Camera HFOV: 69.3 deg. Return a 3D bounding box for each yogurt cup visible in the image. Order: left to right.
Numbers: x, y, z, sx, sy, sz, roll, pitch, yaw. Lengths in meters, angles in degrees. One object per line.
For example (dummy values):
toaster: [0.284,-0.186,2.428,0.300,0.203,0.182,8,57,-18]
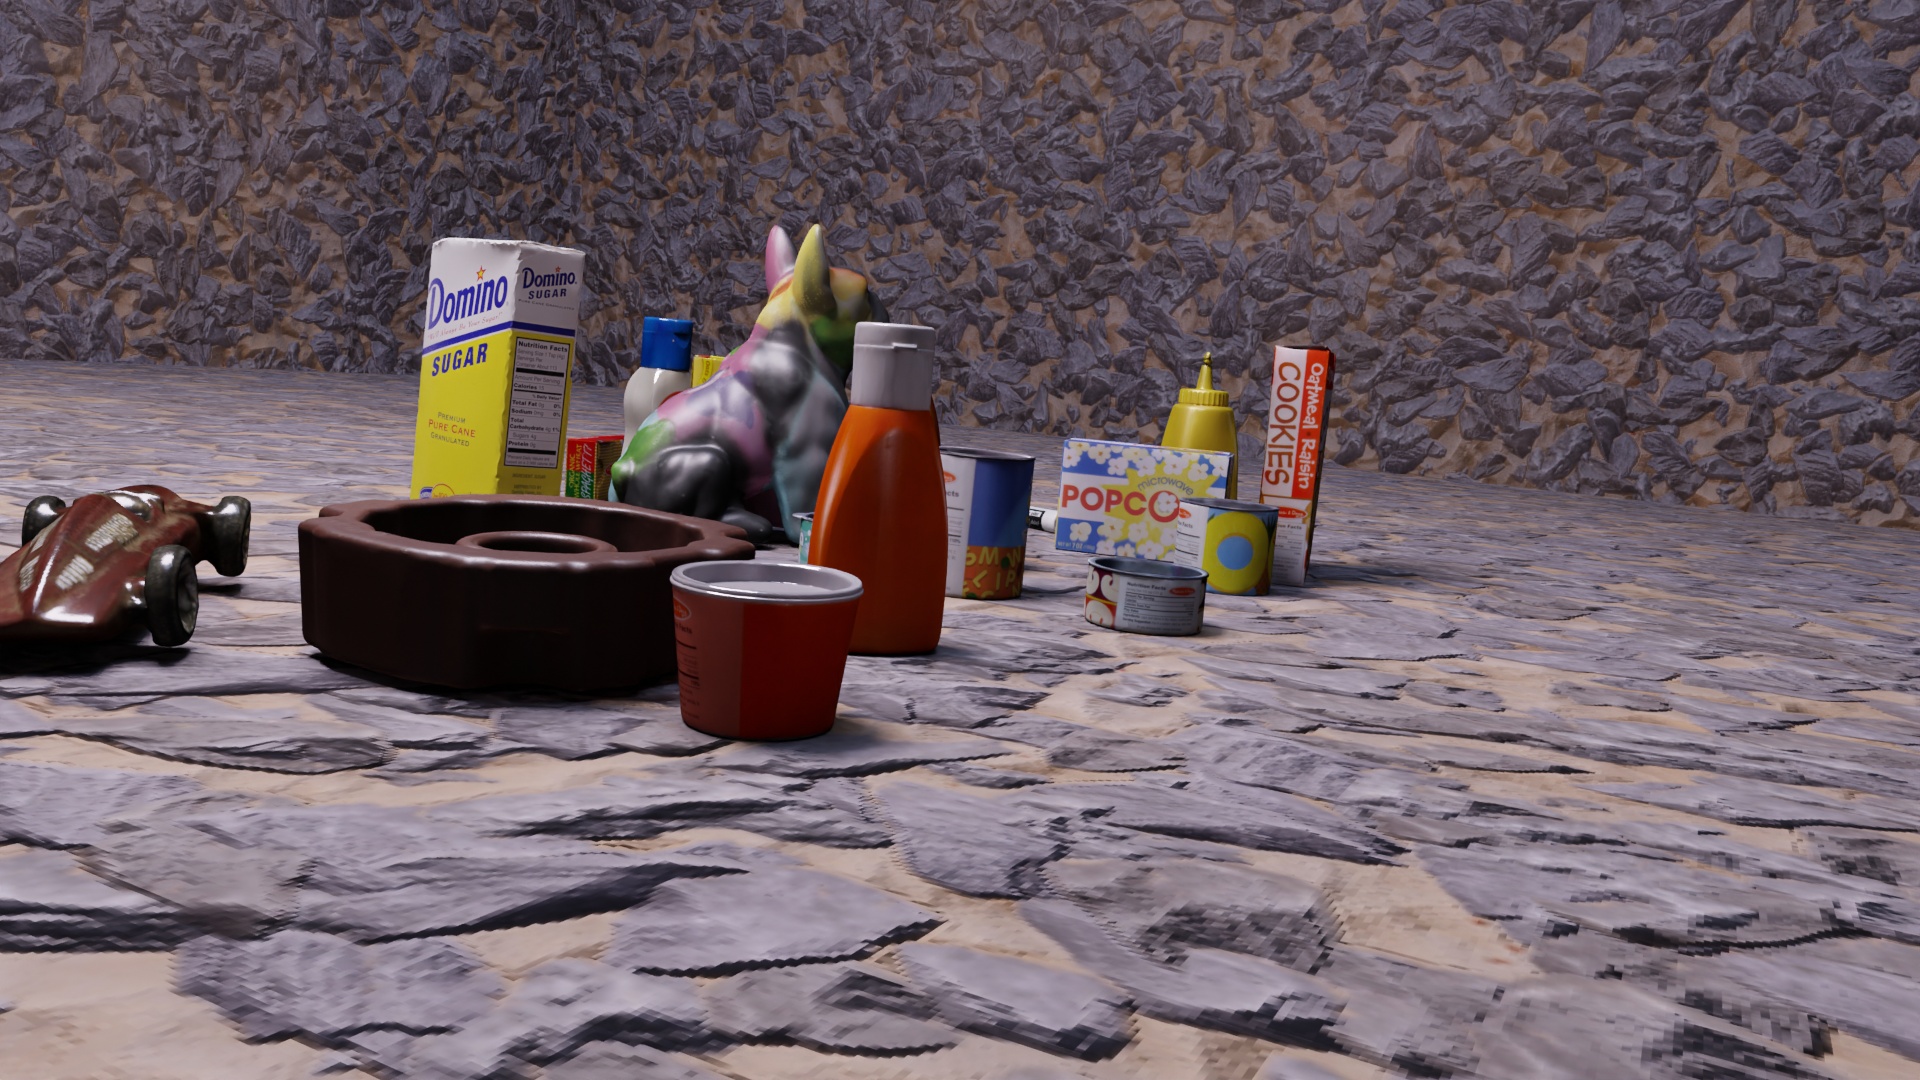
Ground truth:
yogurt cup: [-0.070,0.038,0.495,0.072,0.054,0.072,5,7,0]

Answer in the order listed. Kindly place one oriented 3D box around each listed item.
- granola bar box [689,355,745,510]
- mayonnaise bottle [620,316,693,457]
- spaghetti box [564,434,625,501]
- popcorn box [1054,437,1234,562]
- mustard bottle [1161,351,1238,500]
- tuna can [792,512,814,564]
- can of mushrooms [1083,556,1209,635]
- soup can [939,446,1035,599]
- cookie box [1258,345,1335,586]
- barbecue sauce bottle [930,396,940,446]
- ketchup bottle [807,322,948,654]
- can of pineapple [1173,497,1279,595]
granola bar box: [-0.159,-0.080,1.085,0.039,0.124,0.166,7,7,16]
mayonnaise bottle: [-0.223,-0.091,1.036,0.041,0.148,0.065,10,8,36]
spaghetti box: [-0.276,-0.068,1.205,0.029,0.050,0.250,6,7,9]
popcorn box: [0.138,-0.030,1.051,0.127,0.085,0.038,7,7,13]
mustard bottle: [0.193,-0.072,1.122,0.065,0.160,0.049,2,7,-22]
tuna can: [-0.071,0.002,0.867,0.071,0.032,0.071,5,7,0]
can of mushrooms: [0.101,0.030,0.764,0.071,0.033,0.071,5,7,0]
soup can: [0.010,-0.011,0.824,0.071,0.083,0.071,5,7,0]
cookie box: [0.245,-0.058,1.016,0.040,0.167,0.123,7,7,16]
barbecue sauce bottle: [-0.043,-0.076,1.036,0.065,0.148,0.044,8,7,25]
ketchup bottle: [-0.035,-0.024,0.634,0.065,0.148,0.043,3,7,-19]
can of pineapple: [0.178,0.003,0.927,0.071,0.057,0.071,5,7,0]
